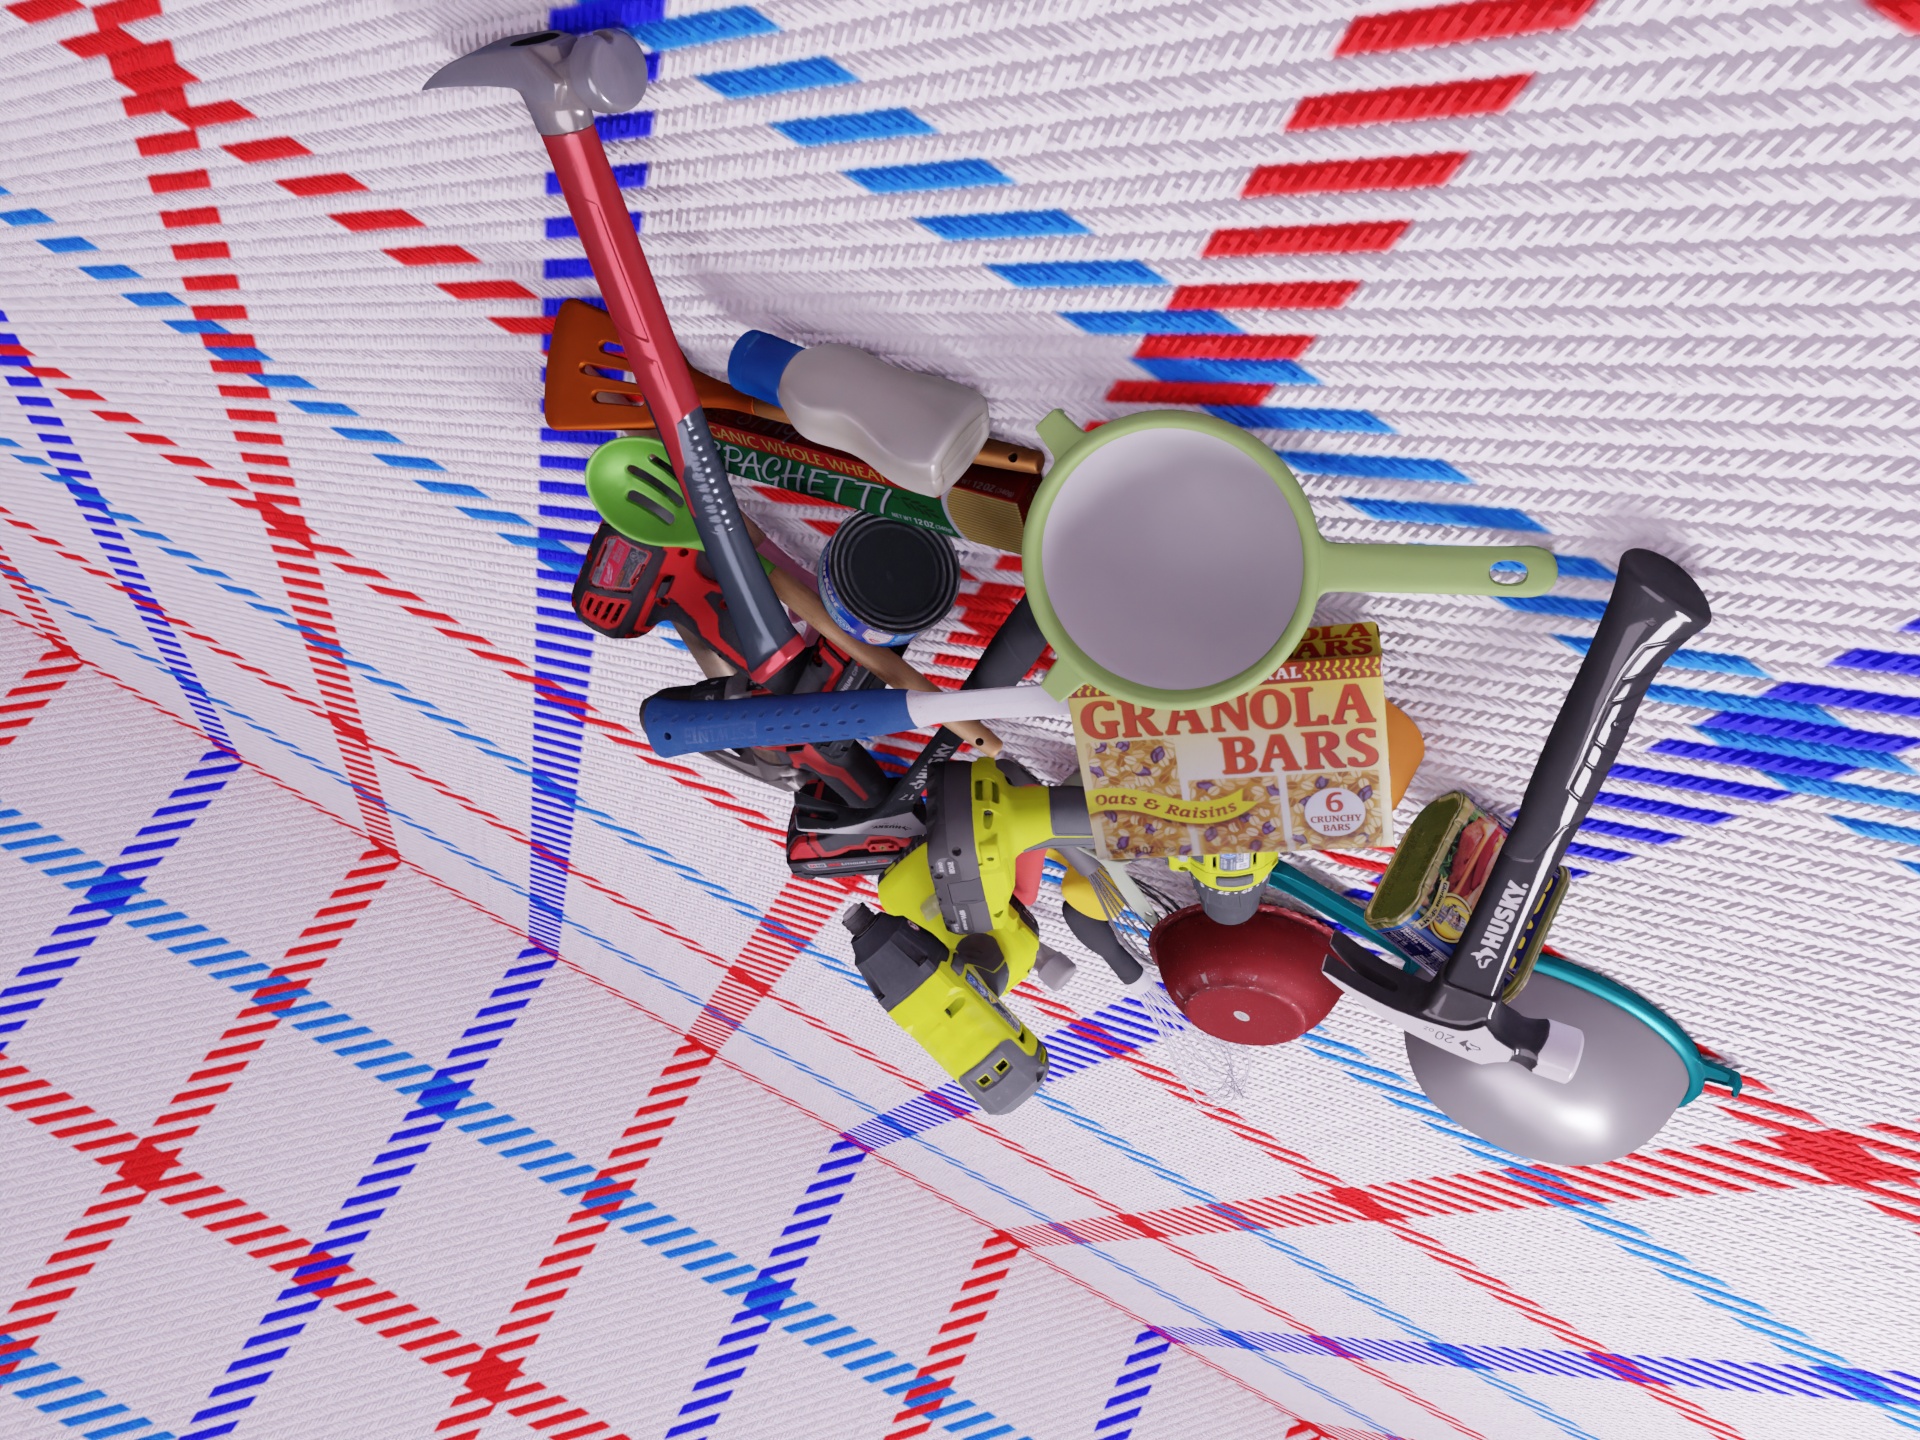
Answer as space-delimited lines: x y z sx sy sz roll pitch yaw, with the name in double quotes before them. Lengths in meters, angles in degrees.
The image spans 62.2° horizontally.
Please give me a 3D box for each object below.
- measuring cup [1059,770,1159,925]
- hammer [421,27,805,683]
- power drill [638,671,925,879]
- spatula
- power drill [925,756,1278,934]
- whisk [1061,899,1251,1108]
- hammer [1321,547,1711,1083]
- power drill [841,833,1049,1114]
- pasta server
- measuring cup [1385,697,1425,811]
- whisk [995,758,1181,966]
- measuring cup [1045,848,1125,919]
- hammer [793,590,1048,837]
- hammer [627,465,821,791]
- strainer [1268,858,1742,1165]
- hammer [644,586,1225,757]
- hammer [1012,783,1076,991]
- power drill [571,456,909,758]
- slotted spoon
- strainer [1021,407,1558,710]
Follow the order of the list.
"measuring cup" 0.124 0.096 1.198 0.083 0.038 0.167 10 147 39
"hammer" -0.176 -0.187 0.901 0.143 0.038 0.385 13 135 36
"power drill" -0.137 0.037 1.285 0.188 0.080 0.226 -5 142 16
"spatula" -0.102 -0.181 0.929 0.323 0.081 0.041 16 -168 23
"power drill" 0.099 0.085 1.060 0.228 0.080 0.190 -5 143 5
"whisk" 0.177 0.253 1.424 0.070 0.070 0.284 -4 133 52
"hammer" 0.288 0.055 0.804 0.146 0.035 0.334 19 133 13
"power drill" -0.010 0.167 1.145 0.171 0.080 0.223 46 -169 -7
"pasta server" -0.159 -0.137 1.092 0.060 0.040 0.316 -33 115 29
"measuring cup" 0.184 0.005 0.939 0.173 0.052 0.095 26 155 8
"whisk" 0.104 0.113 1.252 0.238 0.055 0.055 46 152 -20
"measuring cup" 0.067 0.120 1.322 0.156 0.029 0.062 27 155 5
"hammer" -0.002 -0.003 1.085 0.149 0.036 0.408 1 154 -20
"hammer" -0.215 -0.066 1.295 0.146 0.038 0.410 20 153 27
"strainer" 0.341 0.216 1.107 0.340 0.095 0.211 31 156 -1
"hammer" -0.017 -0.002 0.980 0.405 0.035 0.144 -4 121 26
"hammer" 0.041 0.123 1.286 0.149 0.037 0.358 40 163 15
"power drill" -0.143 -0.082 1.067 0.219 0.079 0.143 29 124 -4
"slotted spoon" -0.101 -0.074 1.005 0.313 0.031 0.070 37 115 -3
"strainer" 0.161 -0.083 0.796 0.256 0.069 0.151 3 108 18
